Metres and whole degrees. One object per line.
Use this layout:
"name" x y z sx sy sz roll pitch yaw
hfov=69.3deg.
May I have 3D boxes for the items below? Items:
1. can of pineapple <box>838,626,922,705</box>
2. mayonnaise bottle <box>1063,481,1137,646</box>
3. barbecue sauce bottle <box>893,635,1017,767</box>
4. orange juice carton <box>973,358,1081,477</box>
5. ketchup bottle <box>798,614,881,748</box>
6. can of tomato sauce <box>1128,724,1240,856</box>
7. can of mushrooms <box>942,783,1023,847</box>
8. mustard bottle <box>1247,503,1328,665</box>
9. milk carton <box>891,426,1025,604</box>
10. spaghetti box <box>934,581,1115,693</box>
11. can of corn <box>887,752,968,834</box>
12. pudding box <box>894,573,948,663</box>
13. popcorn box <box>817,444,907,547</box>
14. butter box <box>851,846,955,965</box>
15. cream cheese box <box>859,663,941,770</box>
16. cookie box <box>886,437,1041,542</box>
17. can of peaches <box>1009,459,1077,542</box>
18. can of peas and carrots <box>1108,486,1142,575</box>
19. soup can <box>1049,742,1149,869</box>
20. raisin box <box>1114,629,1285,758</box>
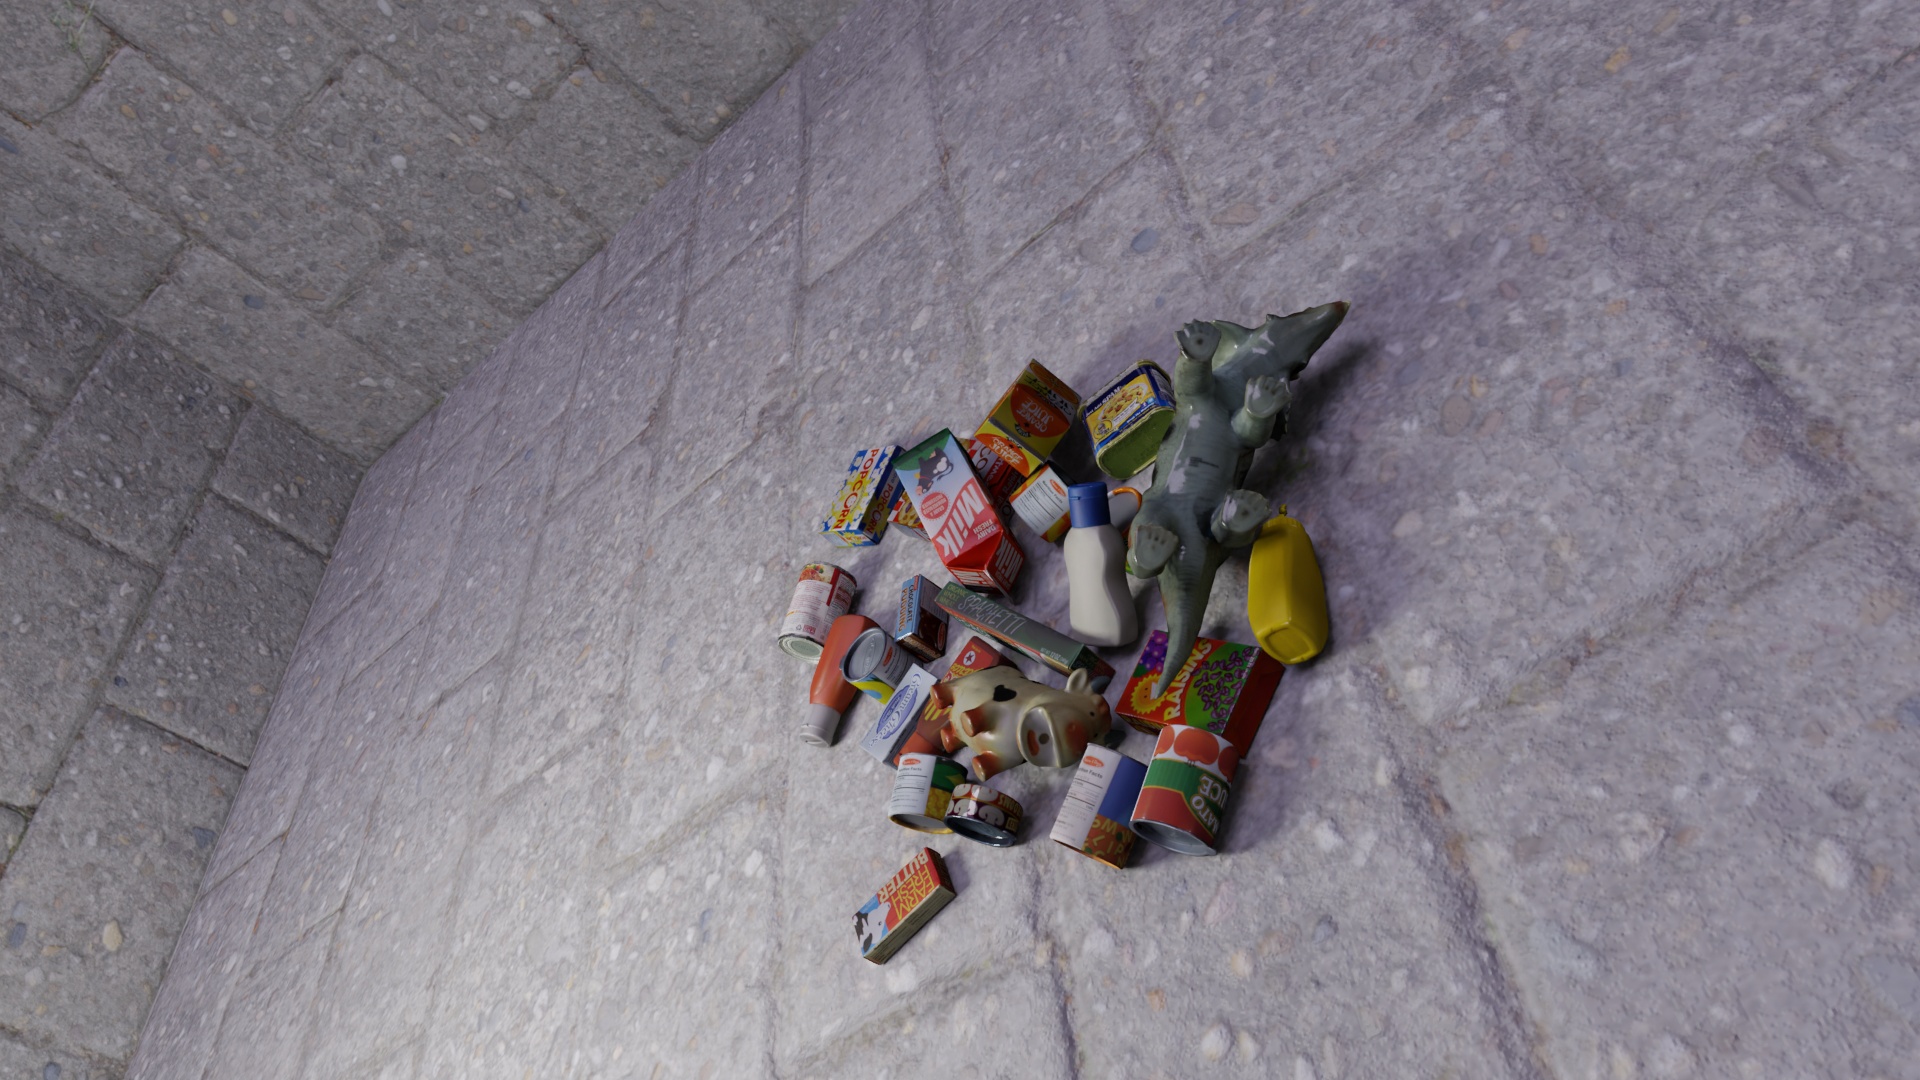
"can of pineapple" -0.084 0.134 1.479 0.071 0.058 0.071 -32 37 28
"mayonnaise bottle" 0.125 0.022 1.271 0.064 0.041 0.148 0 99 47
"barbecue sauce bottle" -0.008 0.168 1.366 0.148 0.043 0.065 -54 33 -3
"orange juice carton" 0.070 -0.126 1.454 0.072 0.072 0.193 -50 4 20
"ketchup bottle" -0.138 0.155 1.538 0.064 0.043 0.149 -13 49 46
"can of tomato sauce" 0.178 0.196 1.089 0.071 0.071 0.083 -6 53 48
"can of mushrooms" 0.023 0.245 1.232 0.071 0.071 0.033 -11 49 46
"mustard bottle" 0.269 0.028 1.150 0.048 0.065 0.161 -30 31 32
"milk carton" 0.005 -0.018 1.451 0.073 0.072 0.191 -32 58 6
"spaghetti box" 0.056 0.091 1.357 0.029 0.050 0.250 -55 32 -8
"can of corn" -0.029 0.238 1.301 0.071 0.071 0.058 -15 53 43
"pudding box" -0.040 0.083 1.484 0.030 0.049 0.084 -29 39 34
"popcorn box" -0.116 -0.055 1.723 0.085 0.038 0.127 -4 55 49
"butter box" -0.052 0.335 1.273 0.103 0.024 0.053 -45 33 10
"cream cheese box" -0.057 0.181 1.430 0.104 0.024 0.053 -56 34 -7
"cookie box" 0.001 -0.054 1.576 0.167 0.040 0.123 14 70 55
"can of peaches" 0.093 -0.040 1.429 0.058 0.071 0.071 -44 33 12
"can of peas and carrots" 0.163 -0.009 1.315 0.070 0.058 0.071 -32 38 29
"soup can" 0.121 0.219 1.136 0.071 0.071 0.084 7 69 54
"raisin box" 0.198 0.125 1.159 0.123 0.040 0.086 6 63 52
